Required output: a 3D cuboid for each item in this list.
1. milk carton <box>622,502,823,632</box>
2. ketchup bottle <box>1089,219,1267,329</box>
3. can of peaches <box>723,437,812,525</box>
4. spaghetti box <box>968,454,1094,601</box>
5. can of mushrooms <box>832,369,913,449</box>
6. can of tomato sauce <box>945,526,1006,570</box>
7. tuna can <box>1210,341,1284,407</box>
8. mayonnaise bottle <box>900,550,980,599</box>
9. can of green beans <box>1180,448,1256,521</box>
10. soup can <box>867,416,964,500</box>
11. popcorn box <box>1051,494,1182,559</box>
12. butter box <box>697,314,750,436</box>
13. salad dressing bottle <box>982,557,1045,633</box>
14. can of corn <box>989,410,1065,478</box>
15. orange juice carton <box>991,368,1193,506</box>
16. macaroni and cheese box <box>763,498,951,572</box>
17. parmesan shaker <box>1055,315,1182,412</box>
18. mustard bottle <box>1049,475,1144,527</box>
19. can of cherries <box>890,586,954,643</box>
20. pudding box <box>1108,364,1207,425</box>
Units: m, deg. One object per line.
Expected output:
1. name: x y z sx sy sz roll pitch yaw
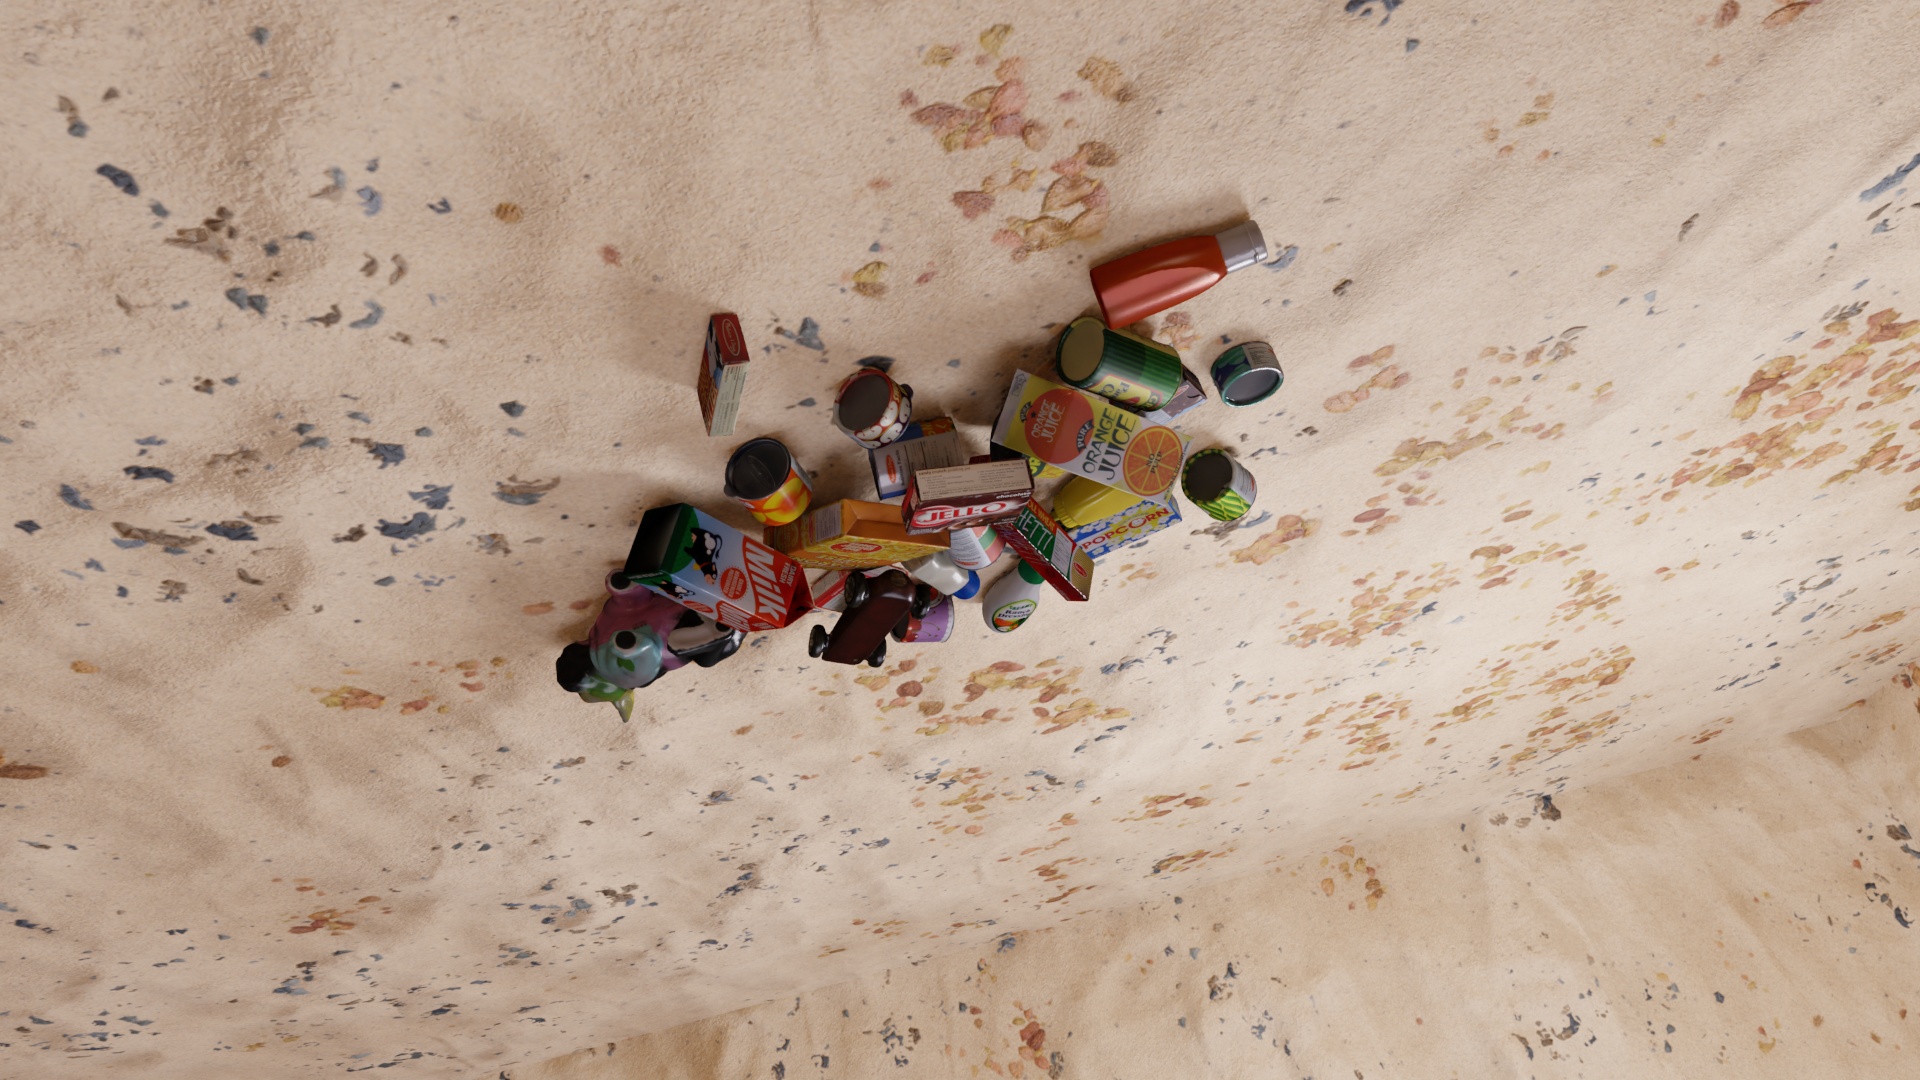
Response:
1. milk carton: -0.227 0.037 1.373 0.072 0.074 0.190 -8 149 45
2. ketchup bottle: 0.189 -0.233 1.201 0.149 0.044 0.064 -20 148 7
3. can of peaches: -0.181 -0.053 1.306 0.071 0.071 0.058 -20 151 8
4. spaghetti box: 0.075 -0.009 1.463 0.028 0.050 0.249 -5 151 31
5. can of mushrooms: -0.078 -0.120 1.245 0.071 0.071 0.033 -27 148 20
6. can of tomato sauce: 0.005 -0.018 1.456 0.071 0.071 0.082 -20 146 8
7. tuna can: 0.283 -0.162 1.379 0.071 0.033 0.070 -12 150 -7
8. mayonnaise bottle: -0.023 0.029 1.531 0.041 0.065 0.148 -36 151 9
9. can of green beans: 0.282 -0.061 1.519 0.071 0.071 0.058 -30 147 23
10. soup can: -0.044 -0.080 1.332 0.084 0.071 0.071 -13 150 -7
11. popcorn box: 0.175 -0.028 1.552 0.126 0.038 0.085 -24 150 15
12. butter box: -0.200 -0.137 1.168 0.024 0.053 0.103 -6 150 -22
13. salad dressing bottle: 0.071 0.056 1.639 0.064 0.044 0.146 -1 147 -23
14. can of corn: 0.070 -0.092 1.357 0.058 0.071 0.070 1 146 -28
15. orange juice carton: 0.117 -0.098 1.300 0.193 0.073 0.071 17 97 -32
16. macaroni and cheese box: -0.107 -0.002 1.398 0.124 0.040 0.166 7 166 -34
17. parmesan shaker: 0.144 -0.162 1.281 0.103 0.071 0.071 12 140 -39
18. mustard bottle: 0.149 -0.053 1.486 0.160 0.049 0.065 -28 148 23
19. can of cherries: -0.046 0.084 1.611 0.058 0.072 0.071 1 146 -26
20. pudding box: 0.196 -0.139 1.380 0.083 0.030 0.049 -30 146 24
